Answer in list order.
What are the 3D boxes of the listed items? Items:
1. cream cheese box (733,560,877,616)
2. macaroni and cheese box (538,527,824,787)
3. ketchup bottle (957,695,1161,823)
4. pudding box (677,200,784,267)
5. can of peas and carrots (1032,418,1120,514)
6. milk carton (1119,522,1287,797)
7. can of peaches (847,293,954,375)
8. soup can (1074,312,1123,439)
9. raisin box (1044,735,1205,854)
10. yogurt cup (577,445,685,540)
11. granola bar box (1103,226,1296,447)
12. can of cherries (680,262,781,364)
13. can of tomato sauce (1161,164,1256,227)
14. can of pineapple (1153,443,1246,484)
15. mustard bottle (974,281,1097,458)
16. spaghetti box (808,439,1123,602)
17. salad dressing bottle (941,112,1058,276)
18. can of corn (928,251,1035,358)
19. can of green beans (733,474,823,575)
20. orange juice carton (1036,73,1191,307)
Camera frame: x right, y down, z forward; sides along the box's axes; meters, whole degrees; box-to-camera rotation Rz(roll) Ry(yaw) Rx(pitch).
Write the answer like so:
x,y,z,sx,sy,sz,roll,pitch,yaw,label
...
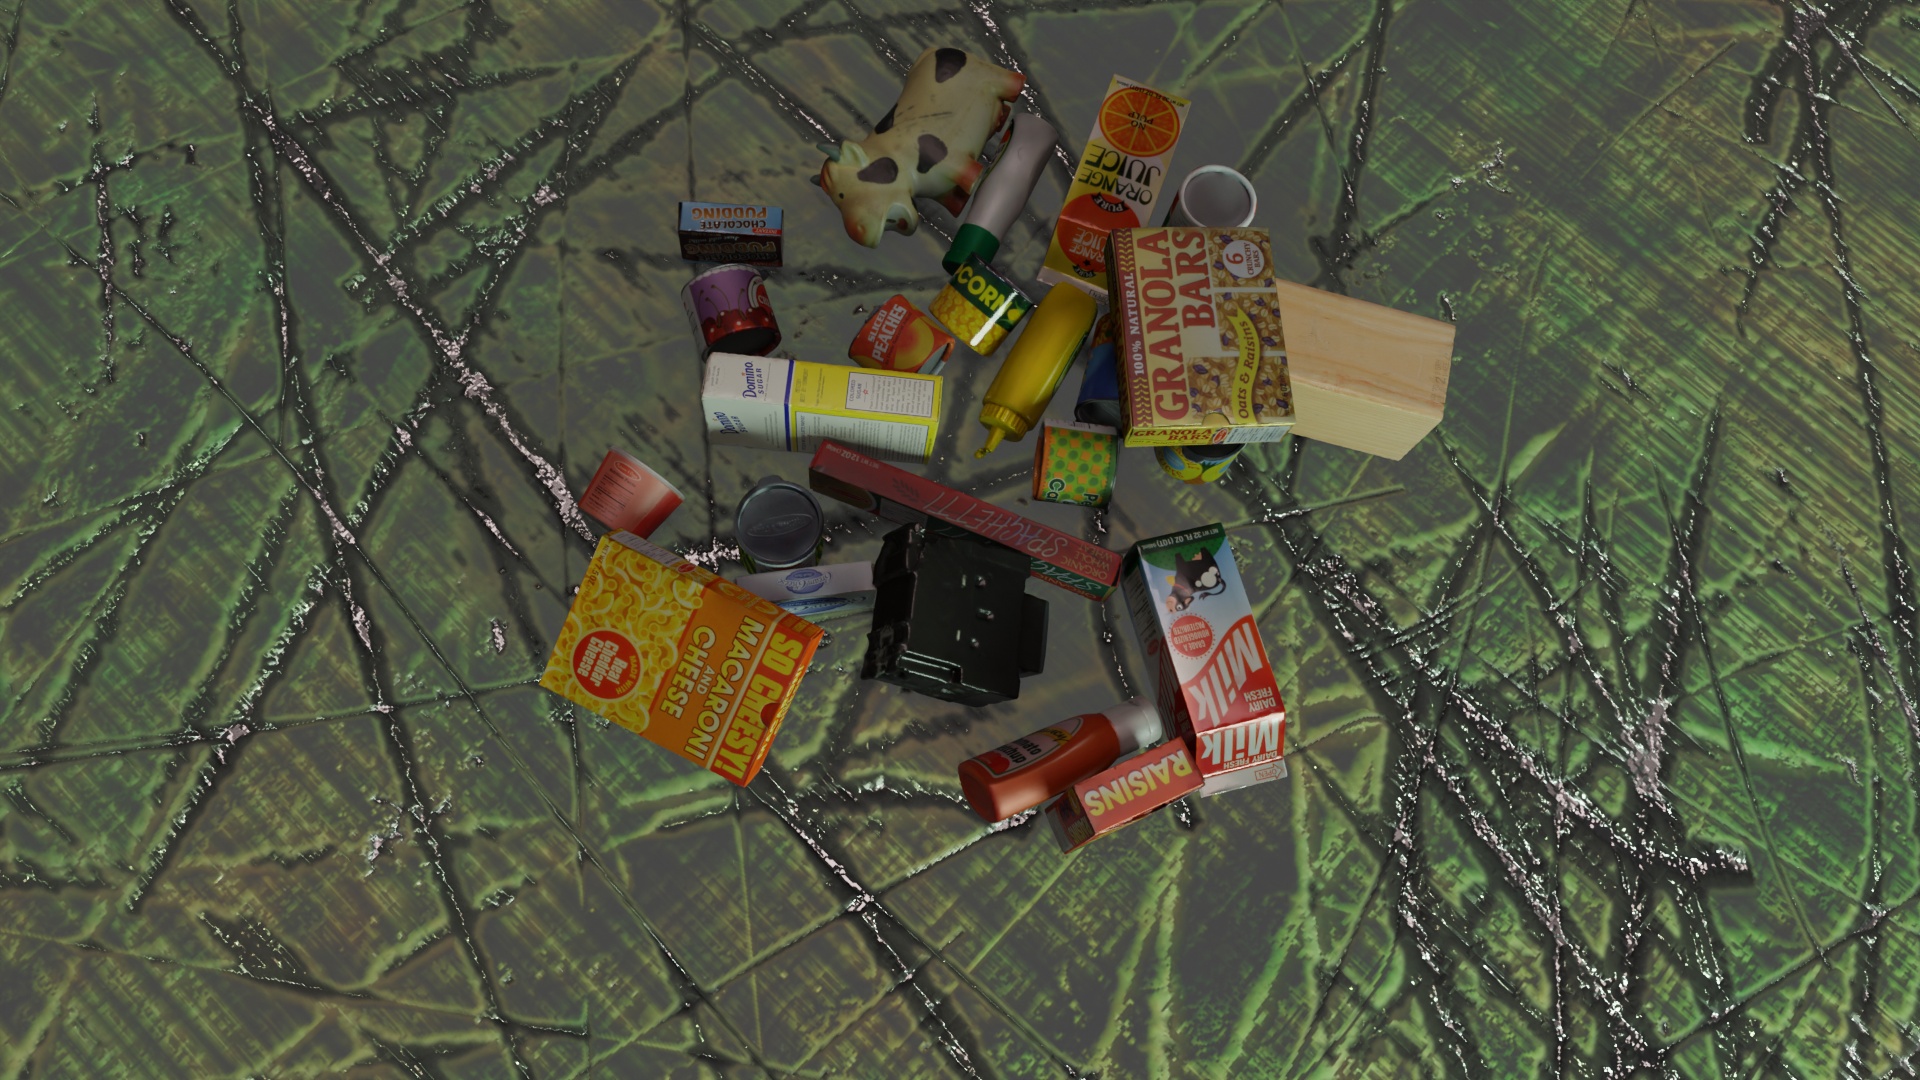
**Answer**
x,y,z,sx,sy,sz,roll,pitch,yaw,label
-0.115,0.038,1.036,0.104,0.053,0.024,-7,74,-8,cream cheese box
-0.199,0.083,0.990,0.166,0.040,0.123,26,101,3,macaroni and cheese box
0.076,0.157,1.014,0.149,0.065,0.043,-20,104,-20,ketchup bottle
-0.186,-0.249,1.131,0.084,0.049,0.030,3,69,-6,pudding box
0.089,-0.058,1.085,0.059,0.070,0.071,7,71,-3,can of peas and carrots
0.183,0.092,1.039,0.072,0.073,0.191,-12,73,-10,milk carton
-0.046,-0.152,1.101,0.058,0.071,0.071,41,72,7,can of peaches
0.130,-0.133,1.117,0.071,0.071,0.084,15,69,-1,soup can
0.112,0.181,0.974,0.086,0.123,0.040,-21,75,-13,raisin box
-0.249,-0.031,1.042,0.072,0.072,0.054,34,80,6,yogurt cup
0.178,-0.155,1.046,0.124,0.039,0.166,-2,72,-6,granola bar box
-0.178,-0.178,1.097,0.071,0.071,0.058,-17,74,-11,can of cherries
0.205,-0.265,1.160,0.071,0.083,0.071,2,72,-5,can of tomato sauce
0.191,-0.083,1.109,0.071,0.057,0.071,2,71,-5,can of pineapple
0.055,-0.129,1.110,0.049,0.065,0.160,29,77,3,mustard bottle
0.004,-0.013,1.069,0.250,0.050,0.029,21,72,1,spaghetti box
0.032,-0.285,1.163,0.044,0.064,0.148,28,78,-6,salad dressing bottle
0.016,-0.188,1.111,0.071,0.071,0.058,42,102,8,can of corn
-0.136,-0.004,1.046,0.071,0.057,0.071,2,71,-5,can of green beans
0.126,-0.285,1.164,0.072,0.072,0.193,20,71,1,orange juice carton
